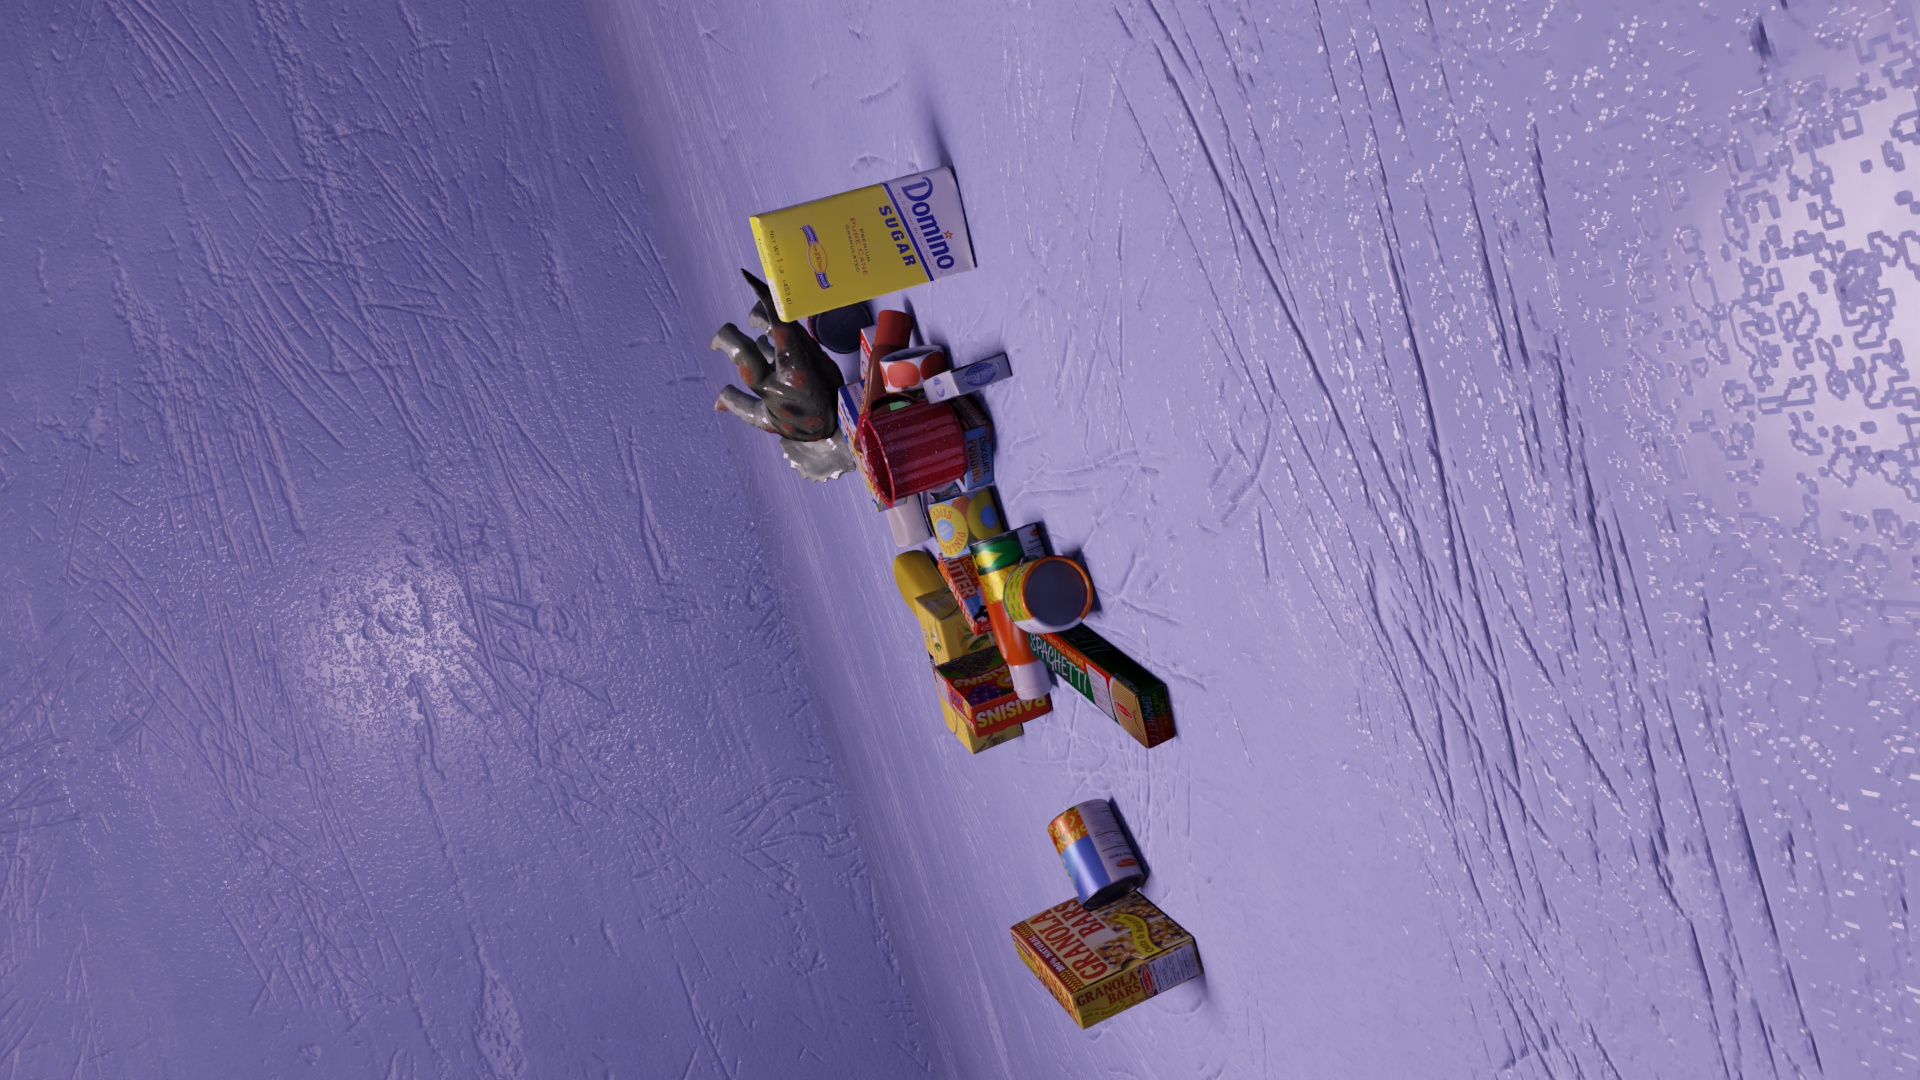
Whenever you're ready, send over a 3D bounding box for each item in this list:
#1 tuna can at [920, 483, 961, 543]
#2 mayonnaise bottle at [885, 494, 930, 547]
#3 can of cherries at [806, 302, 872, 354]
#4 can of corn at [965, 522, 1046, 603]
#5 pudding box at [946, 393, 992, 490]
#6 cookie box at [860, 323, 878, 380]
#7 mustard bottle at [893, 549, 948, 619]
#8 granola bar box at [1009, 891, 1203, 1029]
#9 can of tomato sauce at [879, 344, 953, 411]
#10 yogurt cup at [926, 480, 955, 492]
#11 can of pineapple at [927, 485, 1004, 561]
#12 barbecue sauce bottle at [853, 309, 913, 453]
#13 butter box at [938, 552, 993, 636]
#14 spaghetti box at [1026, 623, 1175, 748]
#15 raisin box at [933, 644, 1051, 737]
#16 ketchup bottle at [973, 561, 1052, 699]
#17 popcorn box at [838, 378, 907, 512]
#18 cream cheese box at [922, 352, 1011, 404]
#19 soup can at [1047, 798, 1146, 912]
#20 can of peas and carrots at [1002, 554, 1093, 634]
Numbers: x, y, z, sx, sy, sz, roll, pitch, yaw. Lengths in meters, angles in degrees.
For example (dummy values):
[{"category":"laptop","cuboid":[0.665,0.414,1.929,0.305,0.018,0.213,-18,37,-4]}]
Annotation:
[{"category":"tuna can","cuboid":[-0.016,-0.033,1.513,0.071,0.033,0.071,162,89,-76]},{"category":"mayonnaise bottle","cuboid":[-0.078,-0.067,1.685,0.064,0.041,0.148,180,73,-73]},{"category":"can of cherries","cuboid":[-0.145,-0.259,1.637,0.058,0.071,0.071,-140,35,-66]},{"category":"can of corn","cuboid":[0.045,0.022,1.280,0.071,0.071,0.058,161,90,-75]},{"category":"pudding box","cuboid":[0.009,-0.095,1.348,0.083,0.030,0.050,88,157,-48]},{"category":"cookie box","cuboid":[-0.073,-0.150,1.566,0.166,0.040,0.123,98,150,-62]},{"category":"mustard bottle","cuboid":[-0.034,0.071,1.679,0.161,0.049,0.065,-129,24,-52]},{"category":"granola bar box","cuboid":[0.132,0.381,1.297,0.165,0.124,0.039,-163,54,-72]},{"category":"can of tomato sauce","cuboid":[-0.039,-0.148,1.390,0.071,0.071,0.082,-146,40,-67]},{"category":"yogurt cup","cuboid":[-0.036,-0.083,1.465,0.054,0.072,0.072,31,138,56]},{"category":"can of pineapple","cuboid":[0.005,-0.017,1.381,0.071,0.071,0.058,179,72,-75]},{"category":"barbecue sauce bottle","cuboid":[-0.078,-0.164,1.444,0.065,0.044,0.148,113,166,-83]},{"category":"butter box","cuboid":[0.019,0.049,1.442,0.024,0.053,0.104,91,155,-48]},{"category":"spaghetti box","cuboid":[0.114,0.110,1.216,0.250,0.029,0.050,-143,37,-66]},{"category":"raisin box","cuboid":[0.032,0.157,1.464,0.123,0.086,0.040,-144,39,-66]},{"category":"ketchup bottle","cuboid":[0.054,0.083,1.375,0.065,0.044,0.148,16,124,68]},{"category":"popcorn box","cuboid":[-0.097,-0.106,1.547,0.085,0.038,0.127,105,143,-66]},{"category":"cream cheese box","cuboid":[0.005,-0.145,1.253,0.104,0.053,0.024,-178,68,-75]},{"category":"soup can","cuboid":[0.127,0.300,1.324,0.071,0.071,0.084,94,154,-56]},{"category":"can of peas and carrots","cuboid":[0.075,0.045,1.206,0.058,0.071,0.071,155,96,-75]}]
